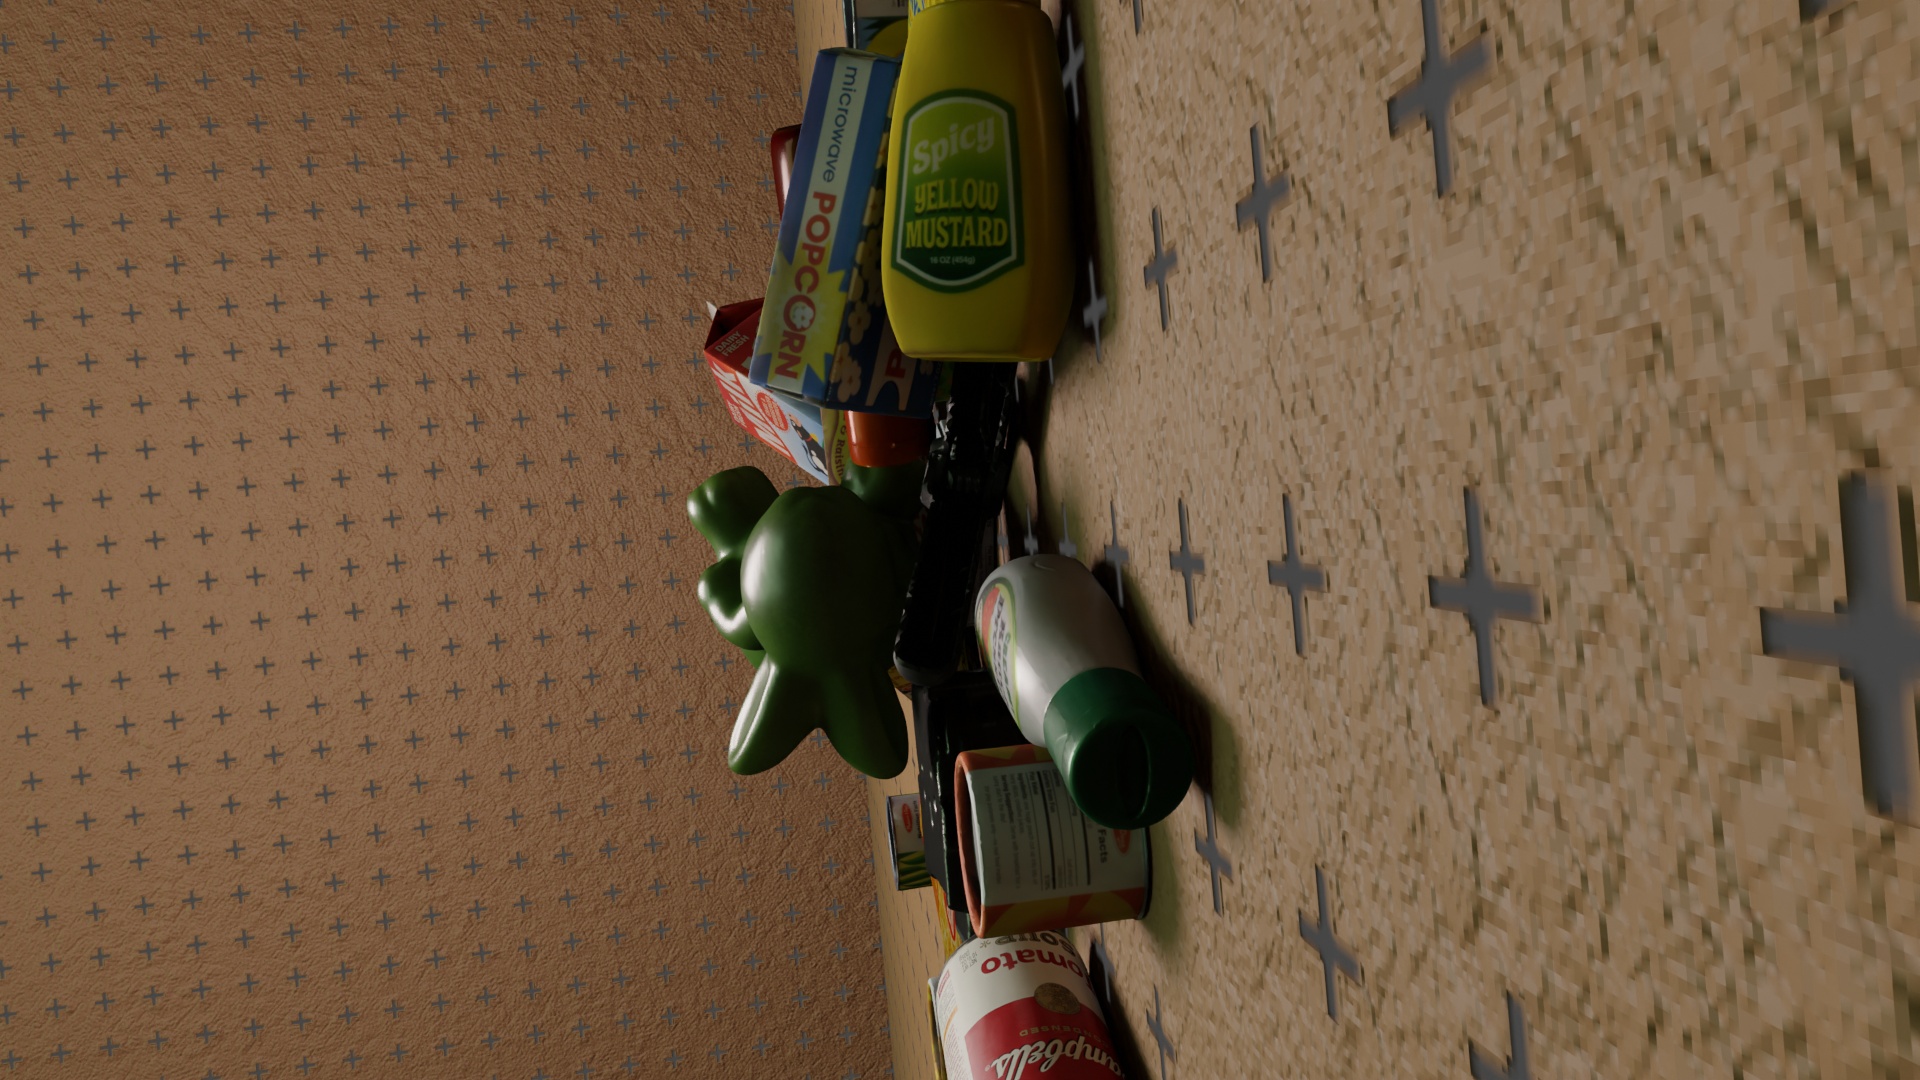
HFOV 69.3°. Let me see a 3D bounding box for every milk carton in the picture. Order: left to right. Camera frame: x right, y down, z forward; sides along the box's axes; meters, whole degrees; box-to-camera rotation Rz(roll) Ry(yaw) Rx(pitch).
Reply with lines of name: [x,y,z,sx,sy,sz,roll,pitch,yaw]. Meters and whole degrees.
milk carton: [-0.108,-0.105,0.955,0.191,0.074,0.072,33,154,33]

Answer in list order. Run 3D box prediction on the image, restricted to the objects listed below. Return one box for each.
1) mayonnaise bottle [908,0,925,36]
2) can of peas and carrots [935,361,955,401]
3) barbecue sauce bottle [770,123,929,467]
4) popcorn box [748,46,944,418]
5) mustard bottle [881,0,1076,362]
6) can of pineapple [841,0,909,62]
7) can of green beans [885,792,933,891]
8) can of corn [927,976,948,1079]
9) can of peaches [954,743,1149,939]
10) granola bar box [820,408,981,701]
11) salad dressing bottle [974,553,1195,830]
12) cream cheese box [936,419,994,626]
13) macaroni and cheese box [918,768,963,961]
mayonnaise bottle: [-0.001,-0.218,0.563,0.147,0.041,0.065,95,164,-59]
can of peas and carrots: [-0.014,-0.101,0.688,0.071,0.059,0.071,178,87,-83]
barbecue sauce bottle: [-0.040,-0.107,0.604,0.044,0.065,0.148,28,130,60]
popcorn box: [-0.031,-0.114,0.535,0.085,0.038,0.126,-3,-72,-65]
mustard bottle: [0.006,-0.142,0.476,0.049,0.065,0.160,-13,-76,-69]
can of pineapple: [-0.027,-0.259,0.675,0.071,0.058,0.071,178,87,-83]
can of green beans: [-0.020,0.208,0.972,0.071,0.058,0.071,177,87,-83]
can of corn: [0.015,0.263,0.733,0.071,0.058,0.071,178,87,-83]
can of peaches: [0.030,0.106,0.496,0.071,0.058,0.071,177,87,-82]
granola bar box: [-0.033,0.007,0.828,0.124,0.039,0.166,49,-153,-56]
salad dressing bottle: [0.037,0.046,0.453,0.148,0.044,0.064,-122,29,-74]
cream cheese box: [0.003,-0.010,0.763,0.053,0.024,0.103,-106,13,-61]
macaroni and cheese box: [0.005,0.193,0.834,0.167,0.040,0.123,-105,12,-52]
